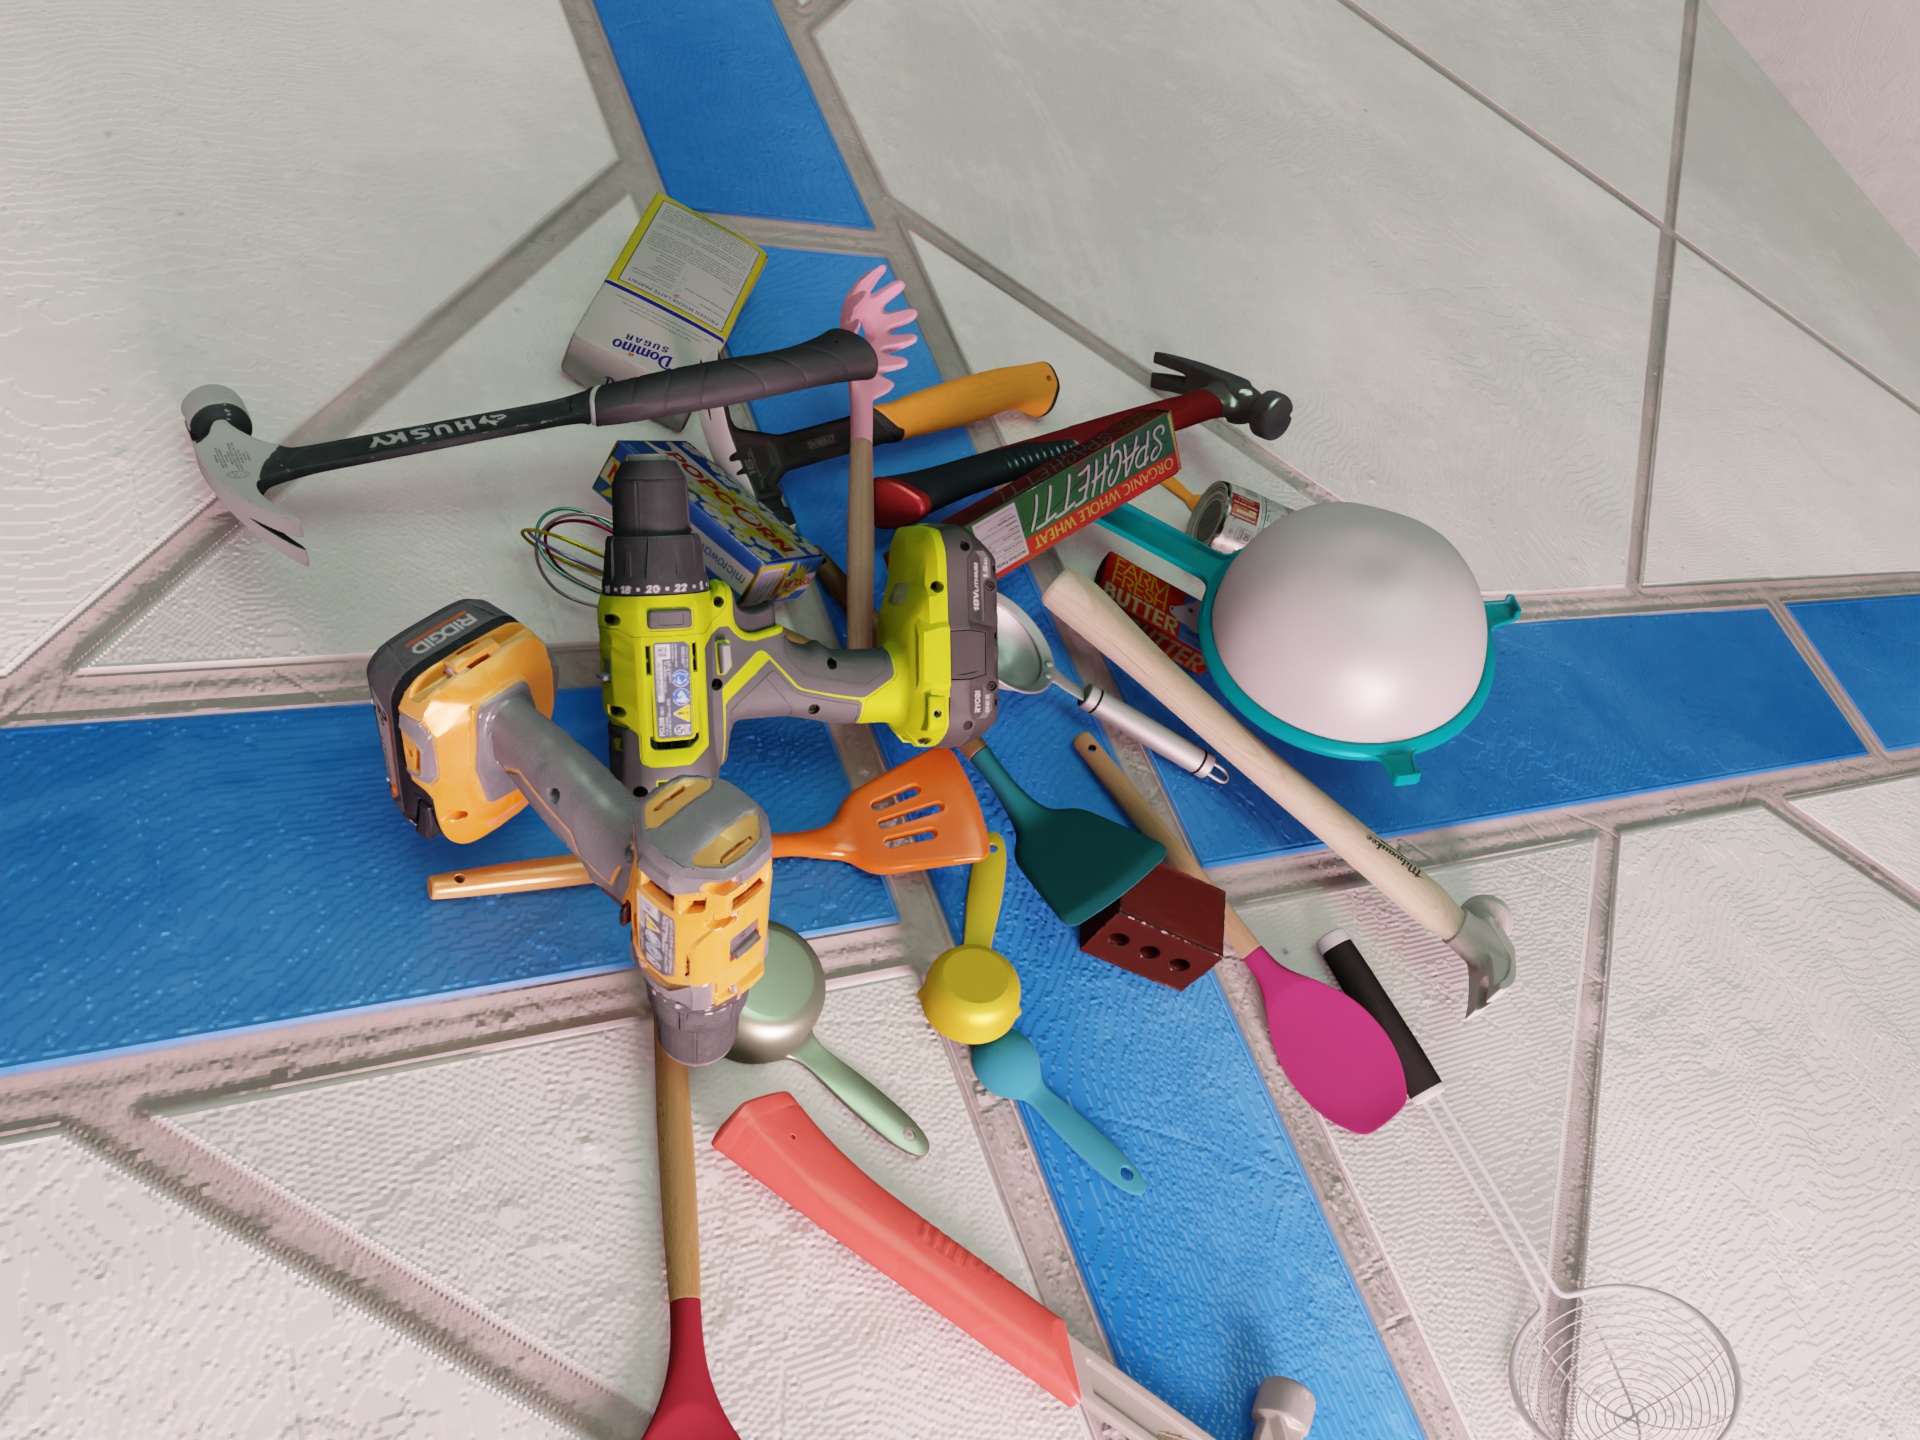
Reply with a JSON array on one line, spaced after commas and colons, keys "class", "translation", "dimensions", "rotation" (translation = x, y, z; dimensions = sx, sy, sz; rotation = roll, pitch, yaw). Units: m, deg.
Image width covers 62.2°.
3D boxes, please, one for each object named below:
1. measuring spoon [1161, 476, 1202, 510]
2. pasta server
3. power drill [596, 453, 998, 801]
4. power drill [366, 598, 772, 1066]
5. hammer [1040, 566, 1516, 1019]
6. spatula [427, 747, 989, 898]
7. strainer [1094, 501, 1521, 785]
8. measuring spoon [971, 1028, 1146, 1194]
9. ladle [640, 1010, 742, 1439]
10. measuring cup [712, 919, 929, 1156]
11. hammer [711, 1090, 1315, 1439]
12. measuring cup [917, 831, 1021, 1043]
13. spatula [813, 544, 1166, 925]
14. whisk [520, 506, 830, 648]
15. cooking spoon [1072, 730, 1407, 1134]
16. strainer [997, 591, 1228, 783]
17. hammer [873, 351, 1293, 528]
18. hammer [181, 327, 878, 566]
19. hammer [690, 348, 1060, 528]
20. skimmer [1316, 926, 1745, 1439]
[{"class": "measuring spoon", "translation": [0.159, -0.209, 1.297], "dimensions": [0.117, 0.011, 0.021], "rotation": [41, 47, 3]}, {"class": "pasta server", "translation": [-0.060, -0.163, 1.055], "dimensions": [0.060, 0.040, 0.316], "rotation": [31, 51, -50]}, {"class": "power drill", "translation": [-0.097, -0.059, 0.923], "dimensions": [0.228, 0.080, 0.190], "rotation": [-5, 99, -24]}, {"class": "power drill", "translation": [-0.185, 0.063, 0.788], "dimensions": [0.226, 0.185, 0.084], "rotation": [34, 51, 21]}, {"class": "hammer", "translation": [0.217, 0.040, 1.100], "dimensions": [0.410, 0.038, 0.146], "rotation": [41, 24, 4]}, {"class": "spatula", "translation": [-0.135, 0.070, 0.902], "dimensions": [0.322, 0.041, 0.081], "rotation": [-5, 61, -32]}, {"class": "strainer", "translation": [0.224, -0.113, 1.125], "dimensions": [0.340, 0.095, 0.211], "rotation": [30, 59, 17]}, {"class": "measuring spoon", "translation": [0.061, 0.224, 0.914], "dimensions": [0.128, 0.021, 0.042], "rotation": [42, 47, 6]}, {"class": "ladle", "translation": [-0.137, 0.256, 0.775], "dimensions": [0.069, 0.031, 0.316], "rotation": [10, 51, -27]}, {"class": "measuring cup", "translation": [-0.076, 0.173, 0.861], "dimensions": [0.167, 0.038, 0.083], "rotation": [40, 47, 5]}, {"class": "hammer", "translation": [0.021, 0.316, 0.815], "dimensions": [0.359, 0.036, 0.149], "rotation": [36, 47, -2]}, {"class": "measuring cup", "translation": [0.013, 0.120, 0.952], "dimensions": [0.062, 0.029, 0.157], "rotation": [10, 47, -1]}, {"class": "spatula", "translation": [-0.002, -0.003, 1.024], "dimensions": [0.082, 0.044, 0.318], "rotation": [-35, 73, -19]}, {"class": "whisk", "translation": [-0.158, -0.069, 0.994], "dimensions": [0.244, 0.047, 0.051], "rotation": [24, 47, -19]}, {"class": "cooking spoon", "translation": [0.176, 0.132, 1.047], "dimensions": [0.069, 0.017, 0.319], "rotation": [-36, 75, -7]}, {"class": "strainer", "translation": [0.081, -0.017, 1.093], "dimensions": [0.258, 0.050, 0.087], "rotation": [29, 40, -16]}, {"class": "hammer", "translation": [0.076, -0.215, 1.209], "dimensions": [0.386, 0.038, 0.143], "rotation": [-22, 39, -35]}, {"class": "hammer", "translation": [-0.235, -0.184, 0.954], "dimensions": [0.409, 0.036, 0.149], "rotation": [-17, 48, -26]}, {"class": "hammer", "translation": [-0.045, -0.227, 1.157], "dimensions": [0.337, 0.034, 0.127], "rotation": [-24, 96, -43]}, {"class": "skimmer", "translation": [0.330, 0.280, 0.984], "dimensions": [0.127, 0.090, 0.364], "rotation": [-26, 67, -7]}]
